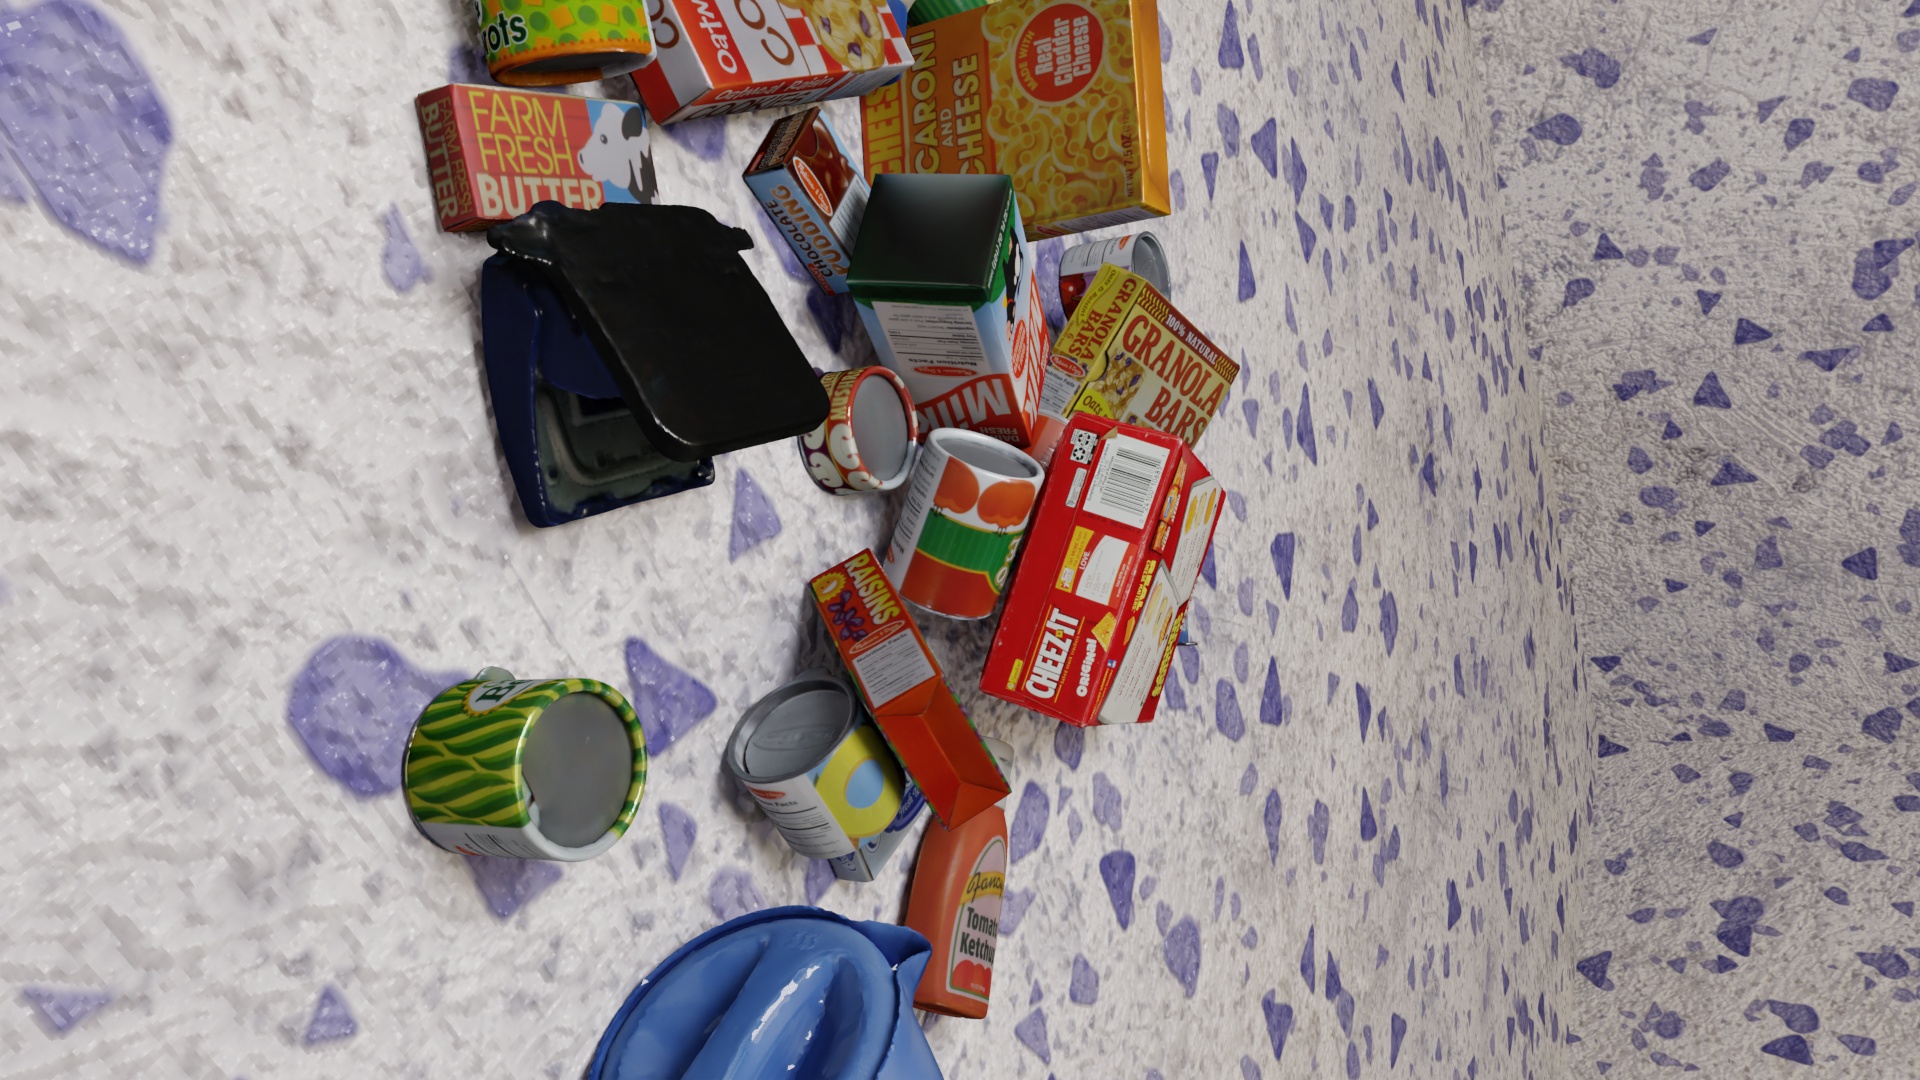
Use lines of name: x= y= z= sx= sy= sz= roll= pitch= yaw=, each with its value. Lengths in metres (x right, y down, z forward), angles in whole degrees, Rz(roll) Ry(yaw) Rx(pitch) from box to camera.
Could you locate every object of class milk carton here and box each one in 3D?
milk carton: x=0.003 y=-0.110 z=0.758 sx=0.189 sy=0.073 sz=0.072 roll=67 pitch=31 yaw=-60

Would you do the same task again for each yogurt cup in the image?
yogurt cup: x=0.044 y=-0.040 z=0.853 sx=0.072 sy=0.072 sz=0.054 roll=57 pitch=50 yaw=-38

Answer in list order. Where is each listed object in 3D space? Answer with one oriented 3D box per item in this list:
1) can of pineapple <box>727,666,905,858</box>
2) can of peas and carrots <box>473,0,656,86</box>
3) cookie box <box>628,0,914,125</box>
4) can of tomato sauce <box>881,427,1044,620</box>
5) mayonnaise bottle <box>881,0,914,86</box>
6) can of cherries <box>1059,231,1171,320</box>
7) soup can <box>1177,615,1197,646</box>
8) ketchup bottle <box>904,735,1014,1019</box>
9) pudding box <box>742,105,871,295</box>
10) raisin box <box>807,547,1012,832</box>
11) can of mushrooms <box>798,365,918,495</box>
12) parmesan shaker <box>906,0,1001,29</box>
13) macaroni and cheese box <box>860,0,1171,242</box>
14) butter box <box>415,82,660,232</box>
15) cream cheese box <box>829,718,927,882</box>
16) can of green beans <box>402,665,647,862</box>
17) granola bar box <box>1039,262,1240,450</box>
can of pineapple: x=-0.065 y=0.105 z=0.651 sx=0.057 sy=0.071 sz=0.071 roll=63 pitch=38 yaw=-33
can of peas and carrots: x=-0.160 y=-0.214 z=0.544 sx=0.071 sy=0.071 sz=0.058 roll=-27 pitch=109 yaw=-57
cookie box: x=-0.103 y=-0.263 z=0.642 sx=0.168 sy=0.040 sz=0.123 roll=-36 pitch=102 yaw=-54
can of tomato sauce: x=0.003 y=-0.009 z=0.743 sx=0.071 sy=0.071 sz=0.082 roll=-17 pitch=131 yaw=-58
mayonnaise bottle: x=-0.043 y=-0.322 z=0.753 sx=0.041 sy=0.064 sz=0.148 roll=14 pitch=78 yaw=-44
can of cherries: x=0.111 y=-0.178 z=0.983 sx=0.071 sy=0.058 sz=0.071 roll=14 pitch=73 yaw=-58
soup can: x=0.128 y=0.033 z=0.969 sx=0.071 sy=0.071 sz=0.084 roll=8 pitch=79 yaw=-58
ketchup bottle: x=0.000 y=0.184 z=0.770 sx=0.064 sy=0.043 sz=0.149 roll=43 pitch=51 yaw=-50
pudding box: x=-0.071 y=-0.174 z=0.715 sx=0.083 sy=0.030 sz=0.050 roll=54 pitch=44 yaw=-40
raisin box: x=-0.027 y=0.070 z=0.678 sx=0.085 sy=0.040 sz=0.124 roll=61 pitch=-3 yaw=-34
can of mushrooms: x=-0.053 y=-0.059 z=0.725 sx=0.071 sy=0.033 sz=0.071 roll=9 pitch=79 yaw=-57
parmesan shaker: x=0.002 y=-0.309 z=0.816 sx=0.103 sy=0.071 sz=0.071 roll=42 pitch=52 yaw=-49
macaroni and cheese box: x=0.026 y=-0.223 z=0.749 sx=0.040 sy=0.166 sz=0.123 roll=0 pitch=86 yaw=-59
butter box: x=-0.167 y=-0.152 z=0.561 sx=0.104 sy=0.024 sz=0.053 roll=-21 pitch=103 yaw=-58
cream cheese box: x=-0.039 y=0.126 z=0.731 sx=0.104 sy=0.024 sz=0.053 roll=-47 pitch=125 yaw=-50
can of green beans: x=-0.158 y=0.083 z=0.511 sx=0.071 sy=0.058 sz=0.071 roll=12 pitch=76 yaw=-57
granola bar box: x=0.117 y=-0.099 z=0.945 sx=0.165 sy=0.039 sz=0.124 roll=24 pitch=98 yaw=-55
